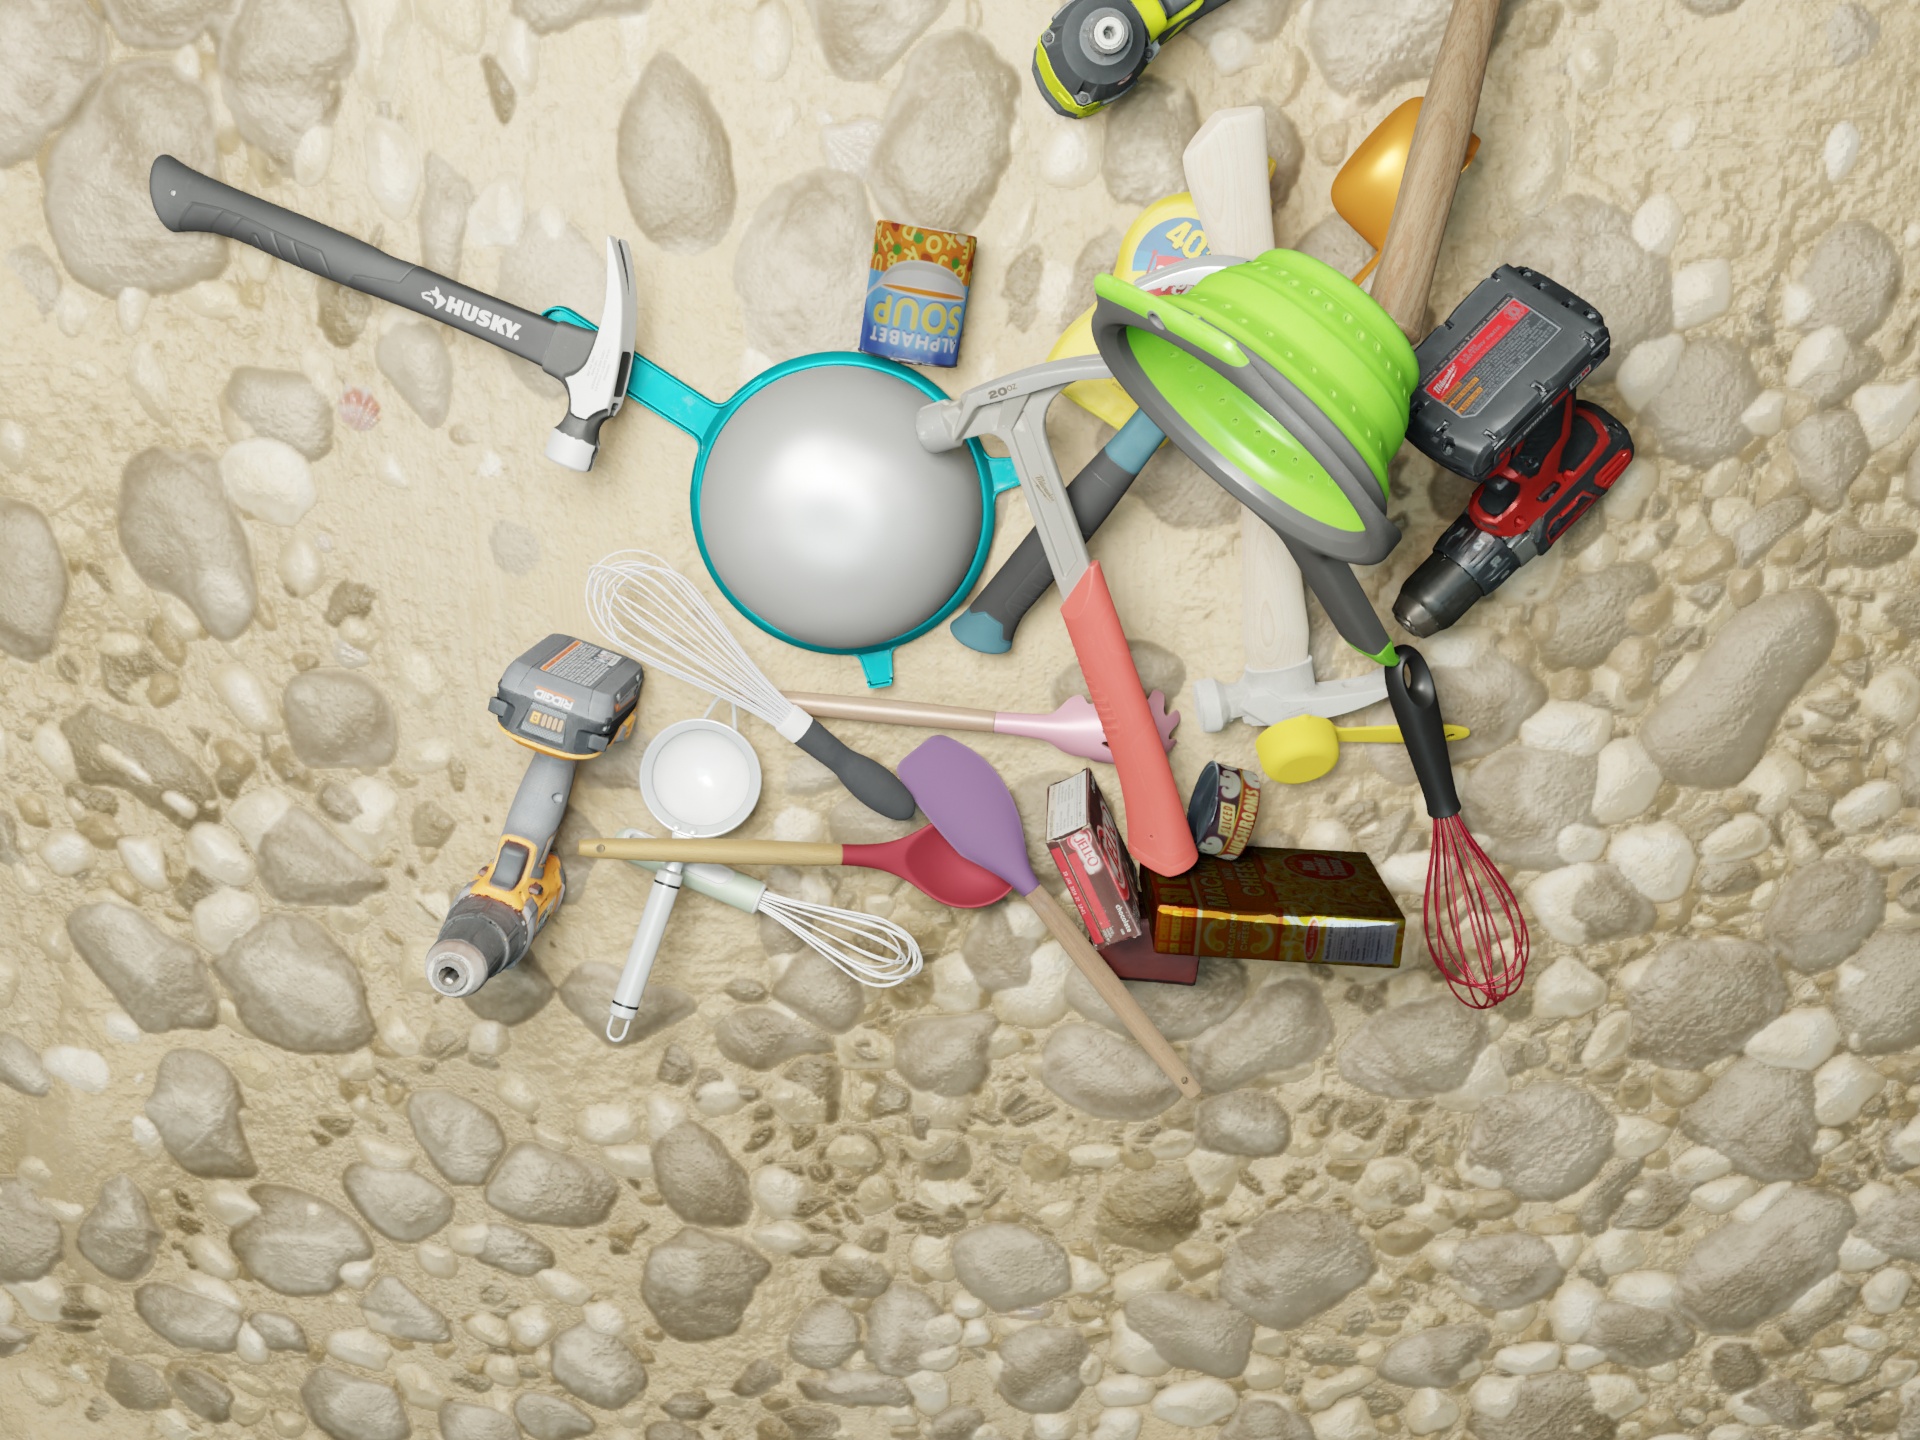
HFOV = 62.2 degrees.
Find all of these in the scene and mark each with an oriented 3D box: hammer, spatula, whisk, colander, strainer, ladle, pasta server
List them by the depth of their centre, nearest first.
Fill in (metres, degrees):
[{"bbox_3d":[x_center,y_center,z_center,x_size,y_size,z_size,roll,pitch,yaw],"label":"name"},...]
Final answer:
[{"bbox_3d":[0.214,-0.150,0.918,0.094,0.205,0.396,-49,142,0],"label":"colander"},{"bbox_3d":[0.293,-0.374,0.934,0.130,0.031,0.331,17,80,-3],"label":"hammer"},{"bbox_3d":[0.097,-0.157,1.022,0.128,0.033,0.331,37,125,-4],"label":"hammer"},{"bbox_3d":[-0.366,-0.290,1.023,0.335,0.035,0.146,23,102,3],"label":"hammer"},{"bbox_3d":[0.206,-0.182,1.028,0.146,0.038,0.410,-10,119,3],"label":"hammer"},{"bbox_3d":[0.098,-0.057,1.037,0.149,0.037,0.358,-10,114,27],"label":"hammer"},{"bbox_3d":[-0.135,-0.168,1.048,0.340,0.095,0.211,32,106,-10],"label":"strainer"},{"bbox_3d":[-0.139,-0.017,1.097,0.284,0.070,0.070,39,105,-17],"label":"whisk"},{"bbox_3d":[0.346,0.080,1.122,0.073,0.073,0.295,-18,110,7],"label":"whisk"},{"bbox_3d":[-0.110,0.096,1.130,0.315,0.031,0.069,3,83,-15],"label":"ladle"},{"bbox_3d":[-0.207,0.105,1.135,0.087,0.050,0.258,19,87,-2],"label":"strainer"},{"bbox_3d":[0.069,0.140,1.136,0.060,0.018,0.316,-38,85,-5],"label":"spatula"},{"bbox_3d":[-0.002,-0.004,1.136,0.316,0.040,0.060,5,107,4],"label":"pasta server"},{"bbox_3d":[-0.141,0.134,1.172,0.246,0.058,0.059,23,137,-2],"label":"whisk"}]

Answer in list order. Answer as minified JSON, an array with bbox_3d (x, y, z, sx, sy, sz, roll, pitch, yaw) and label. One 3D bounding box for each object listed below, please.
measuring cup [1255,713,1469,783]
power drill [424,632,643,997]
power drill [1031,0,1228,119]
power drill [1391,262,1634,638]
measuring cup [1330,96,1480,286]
[{"bbox_3d":[0.287,0.021,1.124,0.156,0.029,0.062,-2,149,-6],"label":"measuring cup"},{"bbox_3d":[-0.297,0.069,1.083,0.084,0.185,0.226,20,104,-4],"label":"power drill"},{"bbox_3d":[0.147,-0.434,0.921,0.223,0.171,0.080,-32,104,7],"label":"power drill"},{"bbox_3d":[0.329,-0.154,0.989,0.188,0.226,0.080,-46,59,6],"label":"power drill"},{"bbox_3d":[0.247,-0.311,0.977,0.052,0.095,0.174,41,75,-8],"label":"measuring cup"}]
